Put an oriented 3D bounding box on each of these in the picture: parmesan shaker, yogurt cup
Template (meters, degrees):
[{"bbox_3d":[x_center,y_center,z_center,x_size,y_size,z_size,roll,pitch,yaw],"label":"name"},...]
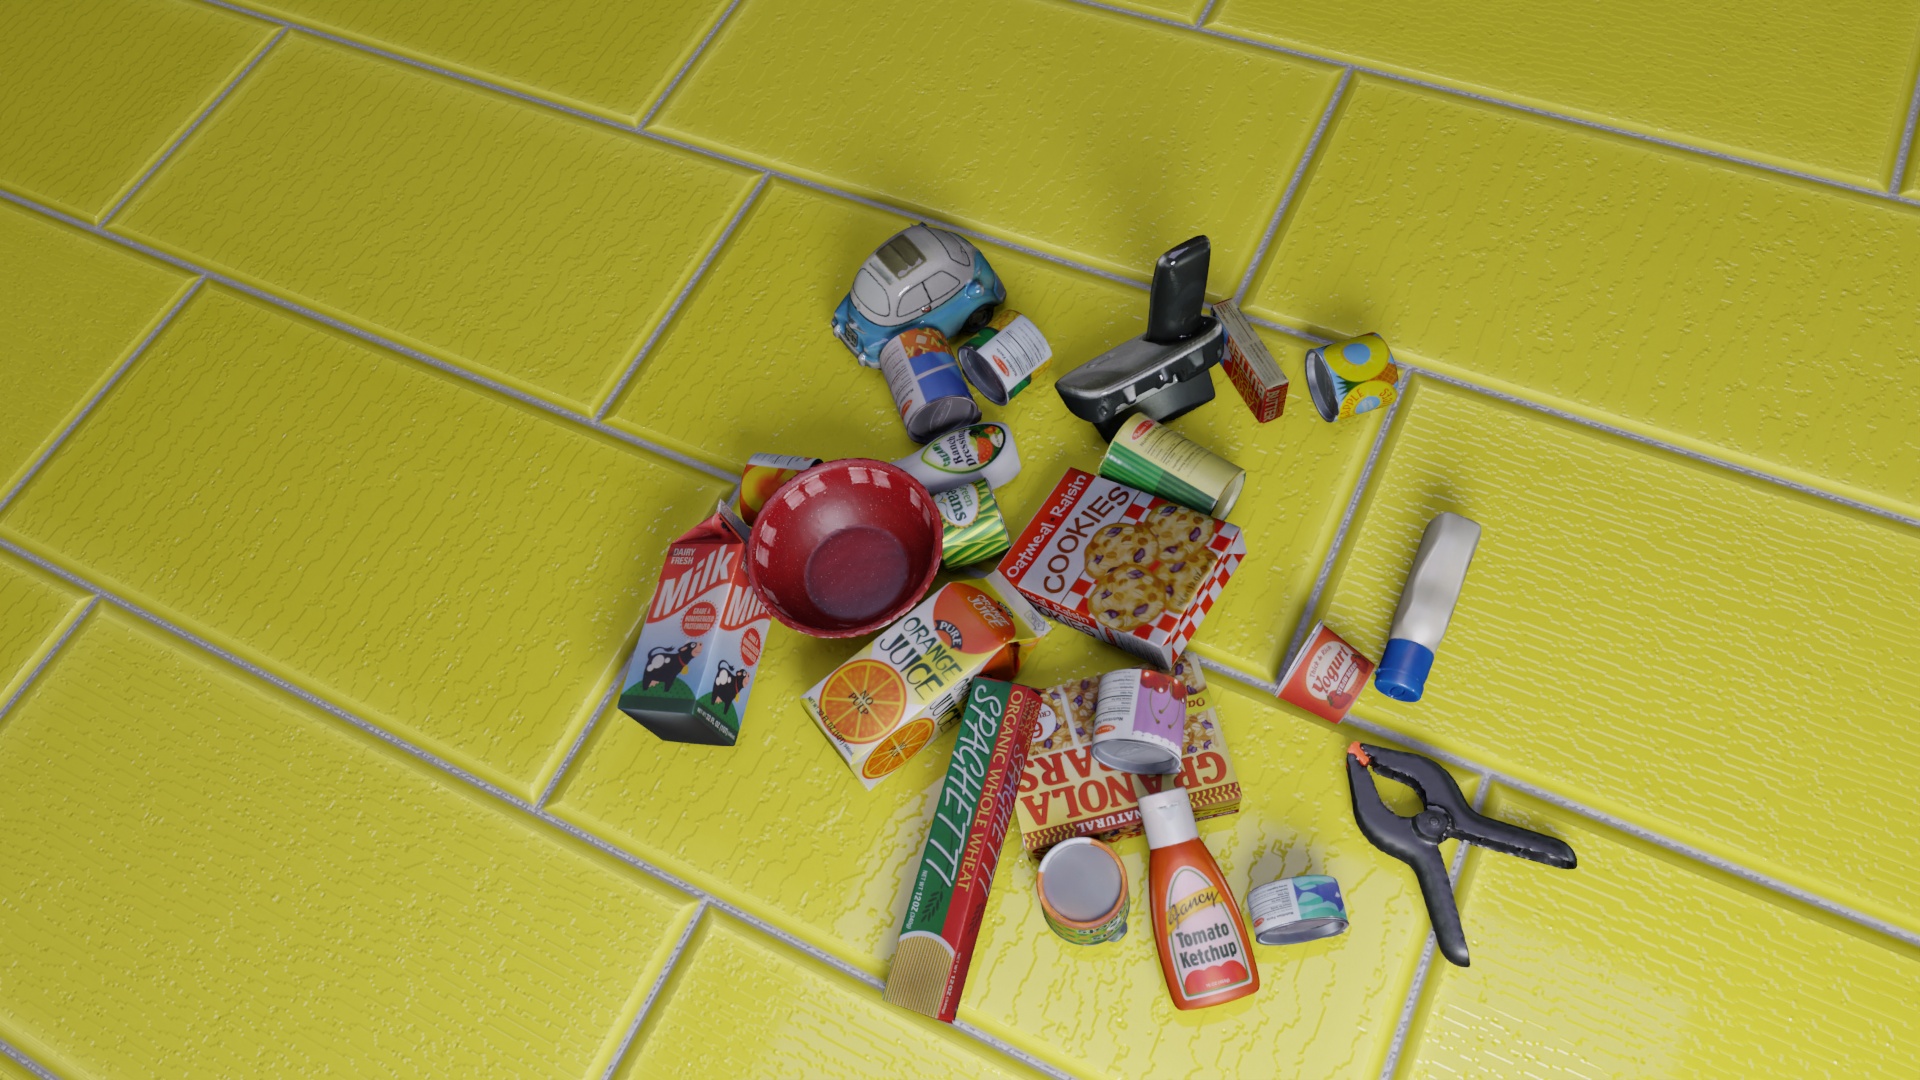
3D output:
[{"bbox_3d":[0.176,-0.053,1.162,0.103,0.071,0.071,33,70,21],"label":"parmesan shaker"},{"bbox_3d":[0.280,0.104,1.065,0.054,0.072,0.072,32,70,14],"label":"yogurt cup"}]

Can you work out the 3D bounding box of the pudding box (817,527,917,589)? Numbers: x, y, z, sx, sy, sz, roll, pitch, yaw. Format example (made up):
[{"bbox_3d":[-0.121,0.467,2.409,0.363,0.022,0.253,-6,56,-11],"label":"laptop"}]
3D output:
[{"bbox_3d":[-0.074,0.018,1.177,0.084,0.030,0.050,4,63,10],"label":"pudding box"}]

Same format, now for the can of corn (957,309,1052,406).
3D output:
[{"bbox_3d":[0.039,-0.164,1.244,0.058,0.071,0.071,-41,64,-15],"label":"can of corn"}]

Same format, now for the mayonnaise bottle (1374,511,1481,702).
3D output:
[{"bbox_3d":[0.363,0.053,1.084,0.041,0.064,0.148,22,71,10],"label":"mayonnaise bottle"}]

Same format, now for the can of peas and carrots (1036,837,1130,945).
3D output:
[{"bbox_3d":[0.091,0.257,1.008,0.071,0.058,0.071,-3,61,6],"label":"can of peas and carrots"}]

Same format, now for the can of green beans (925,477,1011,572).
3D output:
[{"bbox_3d":[0.005,-0.013,1.163,0.058,0.071,0.071,-19,61,-3],"label":"can of green beans"}]

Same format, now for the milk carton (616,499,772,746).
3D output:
[{"bbox_3d":[-0.206,0.065,1.138,0.073,0.072,0.191,0,60,23],"label":"milk carton"}]

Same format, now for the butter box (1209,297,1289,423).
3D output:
[{"bbox_3d":[0.251,-0.157,1.218,0.024,0.053,0.104,-22,62,-8],"label":"butter box"}]

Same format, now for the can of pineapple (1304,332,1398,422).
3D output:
[{"bbox_3d":[0.335,-0.138,1.188,0.058,0.070,0.071,-16,61,-2],"label":"can of pineapple"}]

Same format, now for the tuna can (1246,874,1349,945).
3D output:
[{"bbox_3d":[0.240,0.262,0.983,0.071,0.070,0.033,-9,60,3],"label":"tuna can"}]

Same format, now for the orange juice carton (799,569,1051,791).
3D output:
[{"bbox_3d":[-0.024,0.103,1.095,0.193,0.072,0.072,-37,64,-10],"label":"orange juice carton"}]

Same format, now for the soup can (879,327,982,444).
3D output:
[{"bbox_3d":[-0.027,-0.138,1.238,0.071,0.071,0.084,-20,60,-4],"label":"soup can"}]

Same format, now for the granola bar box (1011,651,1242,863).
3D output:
[{"bbox_3d":[0.117,0.166,1.066,0.166,0.039,0.125,-14,60,0],"label":"granola bar box"}]

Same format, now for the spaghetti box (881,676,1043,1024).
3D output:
[{"bbox_3d":[0.003,0.223,1.026,0.050,0.028,0.250,7,72,30],"label":"spaghetti box"}]

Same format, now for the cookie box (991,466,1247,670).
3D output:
[{"bbox_3d":[0.127,0.019,1.122,0.167,0.040,0.123,22,65,34],"label":"cookie box"}]

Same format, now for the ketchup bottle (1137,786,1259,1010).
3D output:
[{"bbox_3d":[0.162,0.252,0.987,0.065,0.043,0.149,-14,78,-1],"label":"ketchup bottle"}]

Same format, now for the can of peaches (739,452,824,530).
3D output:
[{"bbox_3d":[-0.153,-0.039,1.200,0.058,0.071,0.071,7,63,11],"label":"can of peaches"}]

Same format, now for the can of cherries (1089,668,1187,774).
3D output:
[{"bbox_3d":[0.134,0.134,1.022,0.071,0.071,0.058,5,61,10],"label":"can of cherries"}]

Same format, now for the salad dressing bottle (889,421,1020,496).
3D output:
[{"bbox_3d":[-0.024,-0.060,1.206,0.148,0.043,0.064,-17,52,-2],"label":"salad dressing bottle"}]
